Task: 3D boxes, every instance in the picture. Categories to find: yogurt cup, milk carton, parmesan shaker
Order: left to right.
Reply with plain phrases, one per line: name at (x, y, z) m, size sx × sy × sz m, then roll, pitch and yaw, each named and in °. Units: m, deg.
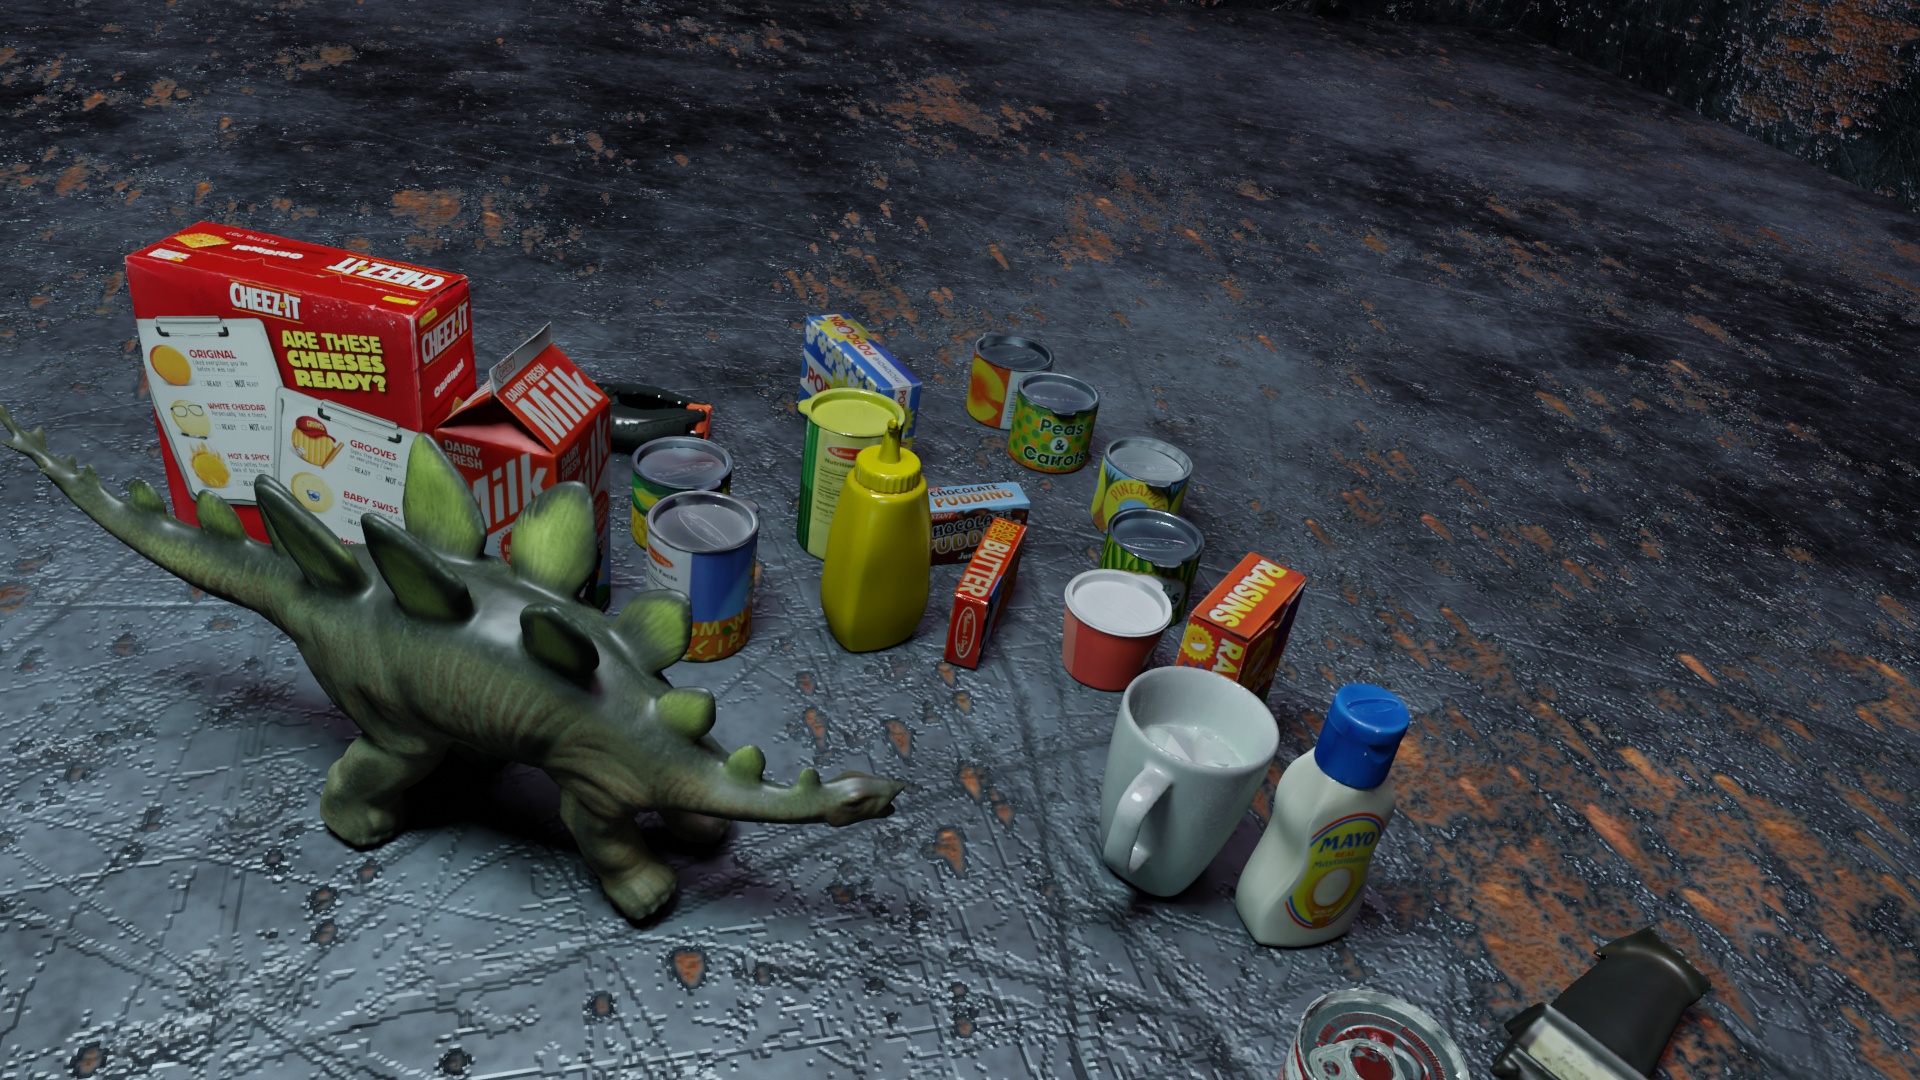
milk carton at (-0.249, -0.027, 0.799) m, size 0.073 × 0.189 × 0.073 m, roll 13°, pitch 33°, yaw 5°
parmesan shaker at (-0.079, -0.044, 0.950) m, size 0.071 × 0.102 × 0.072 m, roll 7°, pitch 33°, yaw -4°
yogurt cup at (0.096, 0.059, 0.882) m, size 0.072 × 0.053 × 0.073 m, roll 7°, pitch 33°, yaw -4°

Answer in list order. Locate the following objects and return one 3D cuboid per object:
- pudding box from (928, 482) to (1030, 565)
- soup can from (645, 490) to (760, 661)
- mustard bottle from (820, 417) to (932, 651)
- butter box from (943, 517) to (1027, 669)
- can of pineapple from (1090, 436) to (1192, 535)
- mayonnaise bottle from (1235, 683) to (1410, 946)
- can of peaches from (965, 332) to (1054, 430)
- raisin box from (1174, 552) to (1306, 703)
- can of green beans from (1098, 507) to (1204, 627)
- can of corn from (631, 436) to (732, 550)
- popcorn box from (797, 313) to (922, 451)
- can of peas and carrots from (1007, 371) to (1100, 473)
pudding box at (0.003, -0.012, 0.971) m, size 0.084 × 0.049 × 0.030 m, roll -4°, pitch 35°, yaw -21°
soup can at (-0.156, 0.021, 0.847) m, size 0.071 × 0.083 × 0.072 m, roll 7°, pitch 33°, yaw -4°
mustard bottle at (-0.048, -0.007, 0.849) m, size 0.065 × 0.159 × 0.049 m, roll -13°, pitch 39°, yaw -31°
butter box at (0.017, 0.032, 0.903) m, size 0.024 × 0.052 × 0.104 m, roll 16°, pitch 33°, yaw 9°
can of pineapple at (0.134, -0.036, 1.034) m, size 0.071 × 0.057 × 0.071 m, roll 7°, pitch 33°, yaw -4°
mayonnaise bottle at (0.184, 0.139, 0.695) m, size 0.065 × 0.147 × 0.041 m, roll -2°, pitch 34°, yaw -18°
can of peaches at (0.039, -0.133, 1.158) m, size 0.071 × 0.057 × 0.071 m, roll 7°, pitch 33°, yaw -4°
raisin box at (0.152, 0.080, 0.801) m, size 0.040 × 0.122 × 0.086 m, roll 26°, pitch 36°, yaw 24°
can of green beans at (0.127, 0.019, 0.948) m, size 0.071 × 0.057 × 0.071 m, roll 7°, pitch 33°, yaw -4°
can of corn at (-0.187, -0.028, 0.938) m, size 0.071 × 0.058 × 0.071 m, roll 7°, pitch 33°, yaw -4°
popcorn box at (-0.079, -0.110, 1.067) m, size 0.038 × 0.084 × 0.127 m, roll -11°, pitch 38°, yaw -29°
can of peas and carrots at (0.074, -0.093, 1.104) m, size 0.071 × 0.058 × 0.071 m, roll 7°, pitch 33°, yaw -4°
